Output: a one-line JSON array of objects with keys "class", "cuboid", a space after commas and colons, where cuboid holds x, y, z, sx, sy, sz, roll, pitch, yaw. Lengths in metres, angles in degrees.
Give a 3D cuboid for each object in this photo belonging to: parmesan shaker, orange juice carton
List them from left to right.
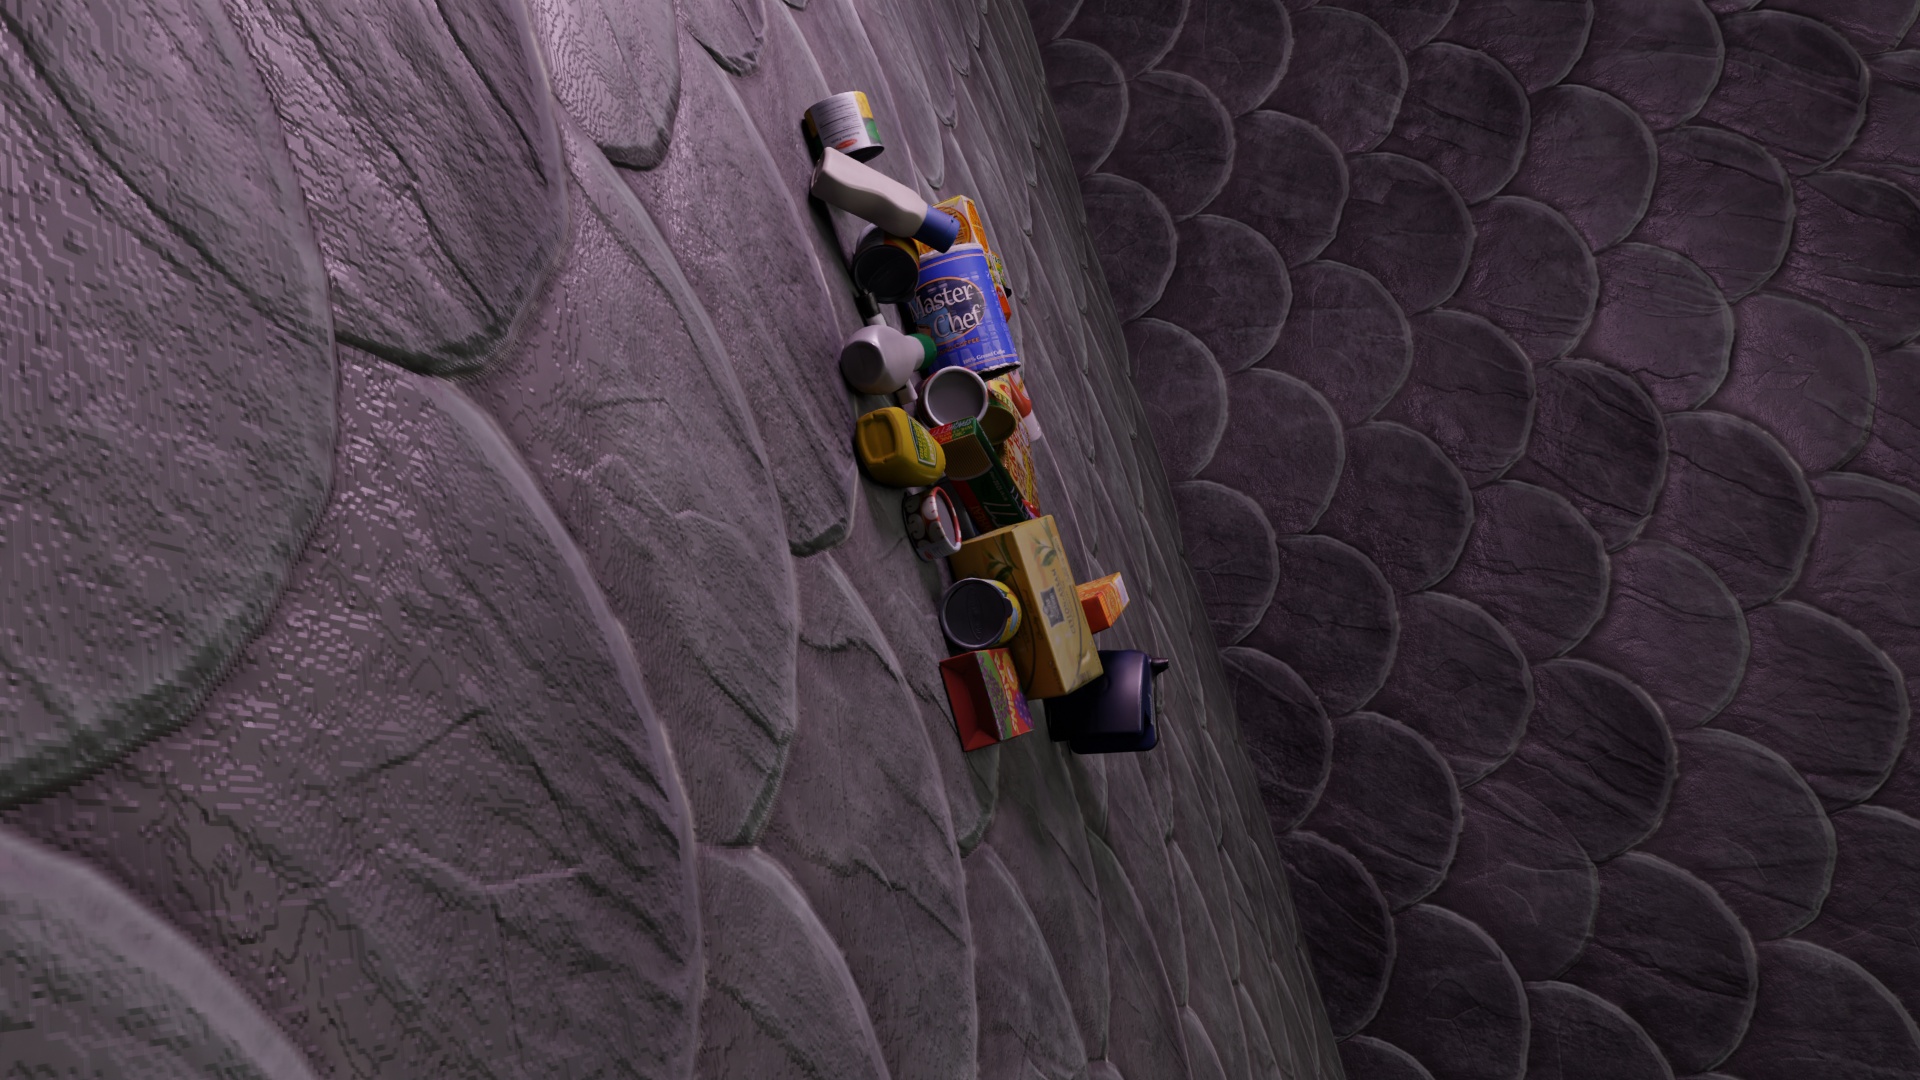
[{"class": "orange juice carton", "cuboid": [0.007, -0.319, 1.712, 0.072, 0.073, 0.192, -30, 101, -75]}, {"class": "parmesan shaker", "cuboid": [0.025, -0.170, 1.612, 0.071, 0.071, 0.103, 55, 22, -47]}]

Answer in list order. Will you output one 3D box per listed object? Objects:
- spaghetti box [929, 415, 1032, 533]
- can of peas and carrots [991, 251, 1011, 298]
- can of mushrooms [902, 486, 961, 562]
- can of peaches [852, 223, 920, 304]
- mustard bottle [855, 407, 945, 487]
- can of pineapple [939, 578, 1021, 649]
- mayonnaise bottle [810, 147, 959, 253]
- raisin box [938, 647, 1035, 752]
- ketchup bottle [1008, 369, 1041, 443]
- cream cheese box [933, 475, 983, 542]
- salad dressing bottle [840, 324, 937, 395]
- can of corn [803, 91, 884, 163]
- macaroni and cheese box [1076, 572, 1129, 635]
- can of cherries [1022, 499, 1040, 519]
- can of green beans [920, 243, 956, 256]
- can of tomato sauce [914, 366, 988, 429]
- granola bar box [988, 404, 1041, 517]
[{"class": "spaghetti box", "cuboid": [0.041, -0.028, 1.429, 0.029, 0.050, 0.249, -90, 156, -44]}, {"class": "can of peas and carrots", "cuboid": [0.028, -0.338, 1.813, 0.070, 0.071, 0.059, 52, 24, -52]}, {"class": "can of mushrooms", "cuboid": [-0.027, -0.018, 1.307, 0.071, 0.033, 0.071, -20, 91, -74]}, {"class": "can of peaches", "cuboid": [-0.072, -0.278, 1.392, 0.058, 0.071, 0.071, -91, 157, -51]}, {"class": "mustard bottle", "cuboid": [-0.047, -0.079, 1.277, 0.160, 0.049, 0.065, 19, 55, -71]}, {"class": "can of pineapple", "cuboid": [0.021, 0.069, 1.304, 0.058, 0.071, 0.071, 10, 63, -73]}, {"class": "mayonnaise bottle", "cuboid": [-0.073, -0.328, 1.354, 0.148, 0.041, 0.065, 24, 35, -19]}, {"class": "raisin box", "cuboid": [0.026, 0.146, 1.288, 0.123, 0.040, 0.086, 8, 64, -72]}, {"class": "ketchup bottle", "cuboid": [0.062, -0.196, 1.820, 0.065, 0.043, 0.148, -79, 148, -62]}, {"class": "cream cheese box", "cuboid": [0.005, -0.018, 1.437, 0.053, 0.024, 0.103, -46, 117, -74]}, {"class": "salad dressing bottle", "cuboid": [-0.063, -0.172, 1.308, 0.148, 0.044, 0.064, -30, 103, -67]}, {"class": "can of corn", "cuboid": [-0.117, -0.410, 1.395, 0.071, 0.071, 0.058, -29, 100, -75]}, {"class": "macaroni and cheese box", "cuboid": [0.111, 0.082, 1.502, 0.167, 0.123, 0.040, -28, 98, -75]}, {"class": "can of cherries", "cuboid": [0.055, -0.007, 1.522, 0.059, 0.071, 0.071, -88, 155, -54]}, {"class": "can of green beans", "cuboid": [-0.023, -0.305, 1.616, 0.071, 0.058, 0.071, -20, 91, -75]}, {"class": "can of tomato sauce", "cuboid": [-0.010, -0.143, 1.409, 0.083, 0.071, 0.071, -153, -137, -83]}, {"class": "granola bar box", "cuboid": [0.053, -0.107, 1.686, 0.123, 0.039, 0.166, 56, 22, -47]}]
